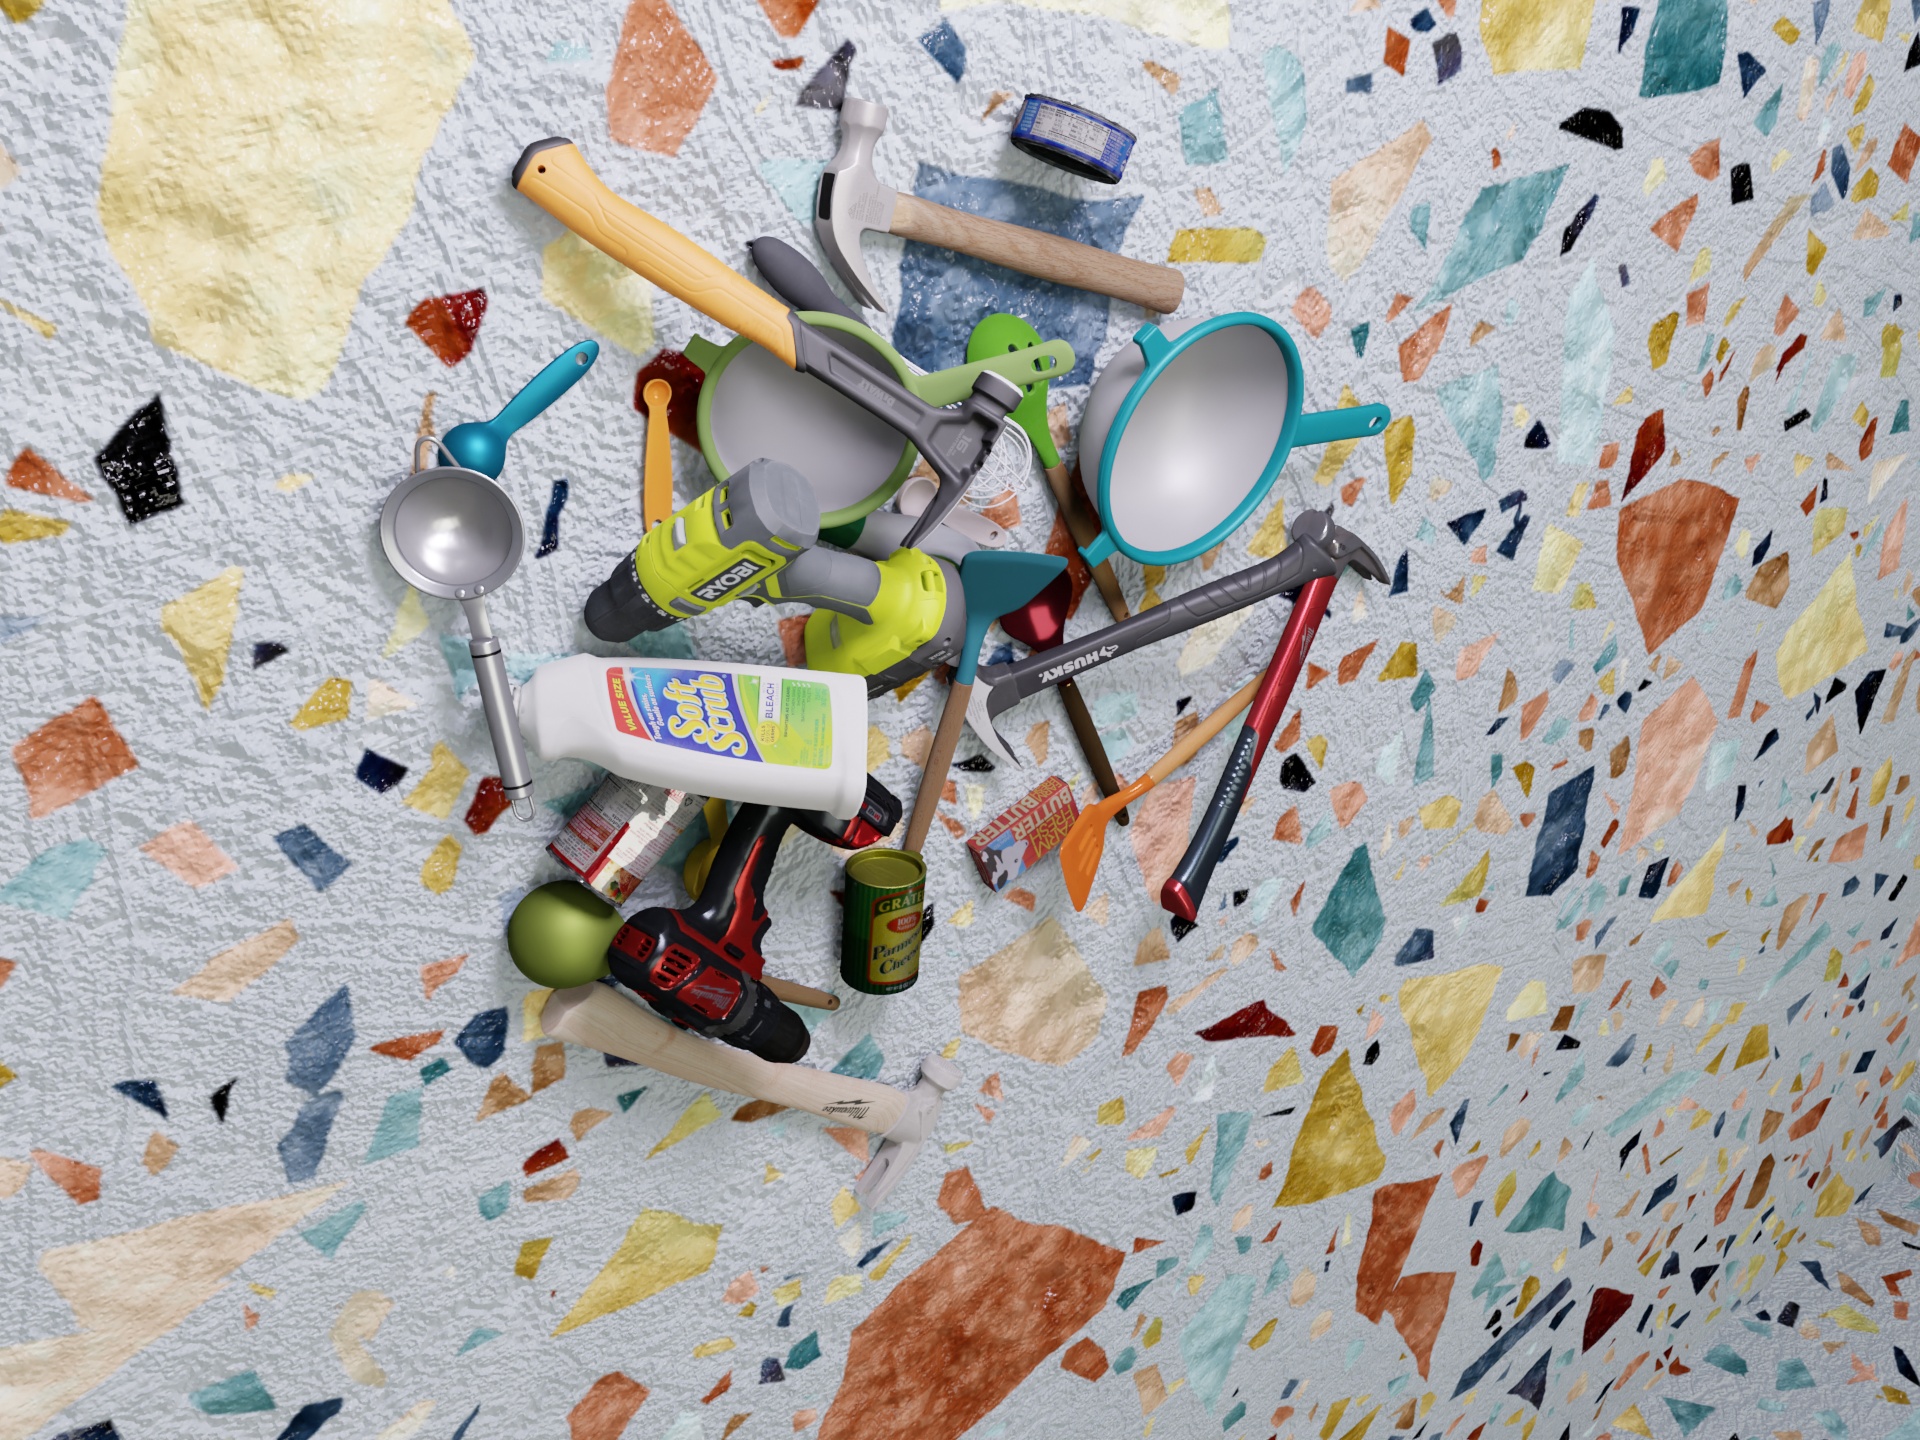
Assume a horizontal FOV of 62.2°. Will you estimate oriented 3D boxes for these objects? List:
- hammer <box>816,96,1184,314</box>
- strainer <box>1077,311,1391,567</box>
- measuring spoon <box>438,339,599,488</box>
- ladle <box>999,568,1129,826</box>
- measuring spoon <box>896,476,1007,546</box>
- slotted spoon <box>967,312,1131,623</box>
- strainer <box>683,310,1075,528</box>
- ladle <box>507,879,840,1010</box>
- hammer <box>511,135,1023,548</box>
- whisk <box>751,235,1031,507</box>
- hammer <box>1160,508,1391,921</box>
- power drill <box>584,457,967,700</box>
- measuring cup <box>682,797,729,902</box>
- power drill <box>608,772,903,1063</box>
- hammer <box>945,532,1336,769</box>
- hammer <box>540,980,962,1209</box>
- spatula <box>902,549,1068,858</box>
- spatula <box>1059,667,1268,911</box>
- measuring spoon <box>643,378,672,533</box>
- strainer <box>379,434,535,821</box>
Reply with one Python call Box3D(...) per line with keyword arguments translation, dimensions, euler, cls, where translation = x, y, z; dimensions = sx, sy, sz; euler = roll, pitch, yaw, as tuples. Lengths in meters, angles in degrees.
Box3D(translation=(0.039, -0.343, 1.160), dimensions=(0.331, 0.031, 0.130), euler=(3, 109, -38), cls="hammer")
Box3D(translation=(0.215, -0.248, 1.298), dimensions=(0.340, 0.095, 0.210), euler=(-14, 130, -37), cls="strainer")
Box3D(translation=(-0.273, -0.194, 1.002), dimensions=(0.128, 0.021, 0.042), euler=(-45, 131, -9), cls="measuring spoon")
Box3D(translation=(0.099, -0.016, 1.365), dimensions=(0.069, 0.031, 0.315), euler=(-31, 129, -7), cls="ladle")
Box3D(translation=(-0.007, -0.159, 1.229), dimensions=(0.124, 0.018, 0.034), euler=(19, 102, -48), cls="measuring spoon")
Box3D(translation=(0.084, -0.188, 1.272), dimensions=(0.070, 0.031, 0.313), euler=(-43, 132, -16), cls="slotted spoon")
Box3D(translation=(-0.051, -0.224, 1.081), dimensions=(0.256, 0.069, 0.151), euler=(-15, 121, 1), cls="strainer")
Box3D(translation=(-0.209, 0.190, 1.229), dimensions=(0.319, 0.062, 0.078), euler=(27, 76, -49), cls="ladle")
Box3D(translation=(-0.128, -0.243, 0.992), dimensions=(0.336, 0.034, 0.127), euler=(32, 93, -17), cls="hammer")
Box3D(translation=(-0.044, -0.247, 1.131), dimensions=(0.284, 0.070, 0.070), euler=(38, 86, -37), cls="whisk")
Box3D(translation=(0.286, 0.007, 1.473), dimensions=(0.143, 0.038, 0.386), euler=(26, 87, -46), cls="hammer")
Box3D(translation=(-0.125, -0.084, 1.094), dimensions=(0.190, 0.080, 0.228), euler=(-27, 150, 32), cls="power drill")
Box3D(translation=(-0.191, 0.069, 1.195), dimensions=(0.062, 0.029, 0.156), euler=(-21, 111, -38), cls="measuring cup")
Box3D(translation=(-0.137, 0.136, 1.186), dimensions=(0.187, 0.080, 0.227), euler=(44, 71, -40), cls="power drill")
Box3D(translation=(0.152, -0.071, 1.304), dimensions=(0.335, 0.035, 0.146), euler=(-22, 130, -4), cls="hammer")
Box3D(translation=(-0.172, 0.301, 1.307), dimensions=(0.410, 0.038, 0.146), euler=(30, 93, -41), cls="hammer")
Box3D(translation=(-0.002, -0.004, 1.243), dimensions=(0.082, 0.044, 0.317), euler=(2, 124, -23), cls="spatula")
Box3D(translation=(0.193, 0.044, 1.437), dimensions=(0.322, 0.041, 0.080), euler=(-38, 132, -24), cls="spatula")
Box3D(translation=(-0.206, -0.174, 1.074), dimensions=(0.021, 0.011, 0.116), euler=(-14, 122, -33), cls="measuring spoon")
Box3D(translation=(-0.305, -0.055, 1.009), dimensions=(0.087, 0.050, 0.258), euler=(-10, 108, -5), cls="strainer")
